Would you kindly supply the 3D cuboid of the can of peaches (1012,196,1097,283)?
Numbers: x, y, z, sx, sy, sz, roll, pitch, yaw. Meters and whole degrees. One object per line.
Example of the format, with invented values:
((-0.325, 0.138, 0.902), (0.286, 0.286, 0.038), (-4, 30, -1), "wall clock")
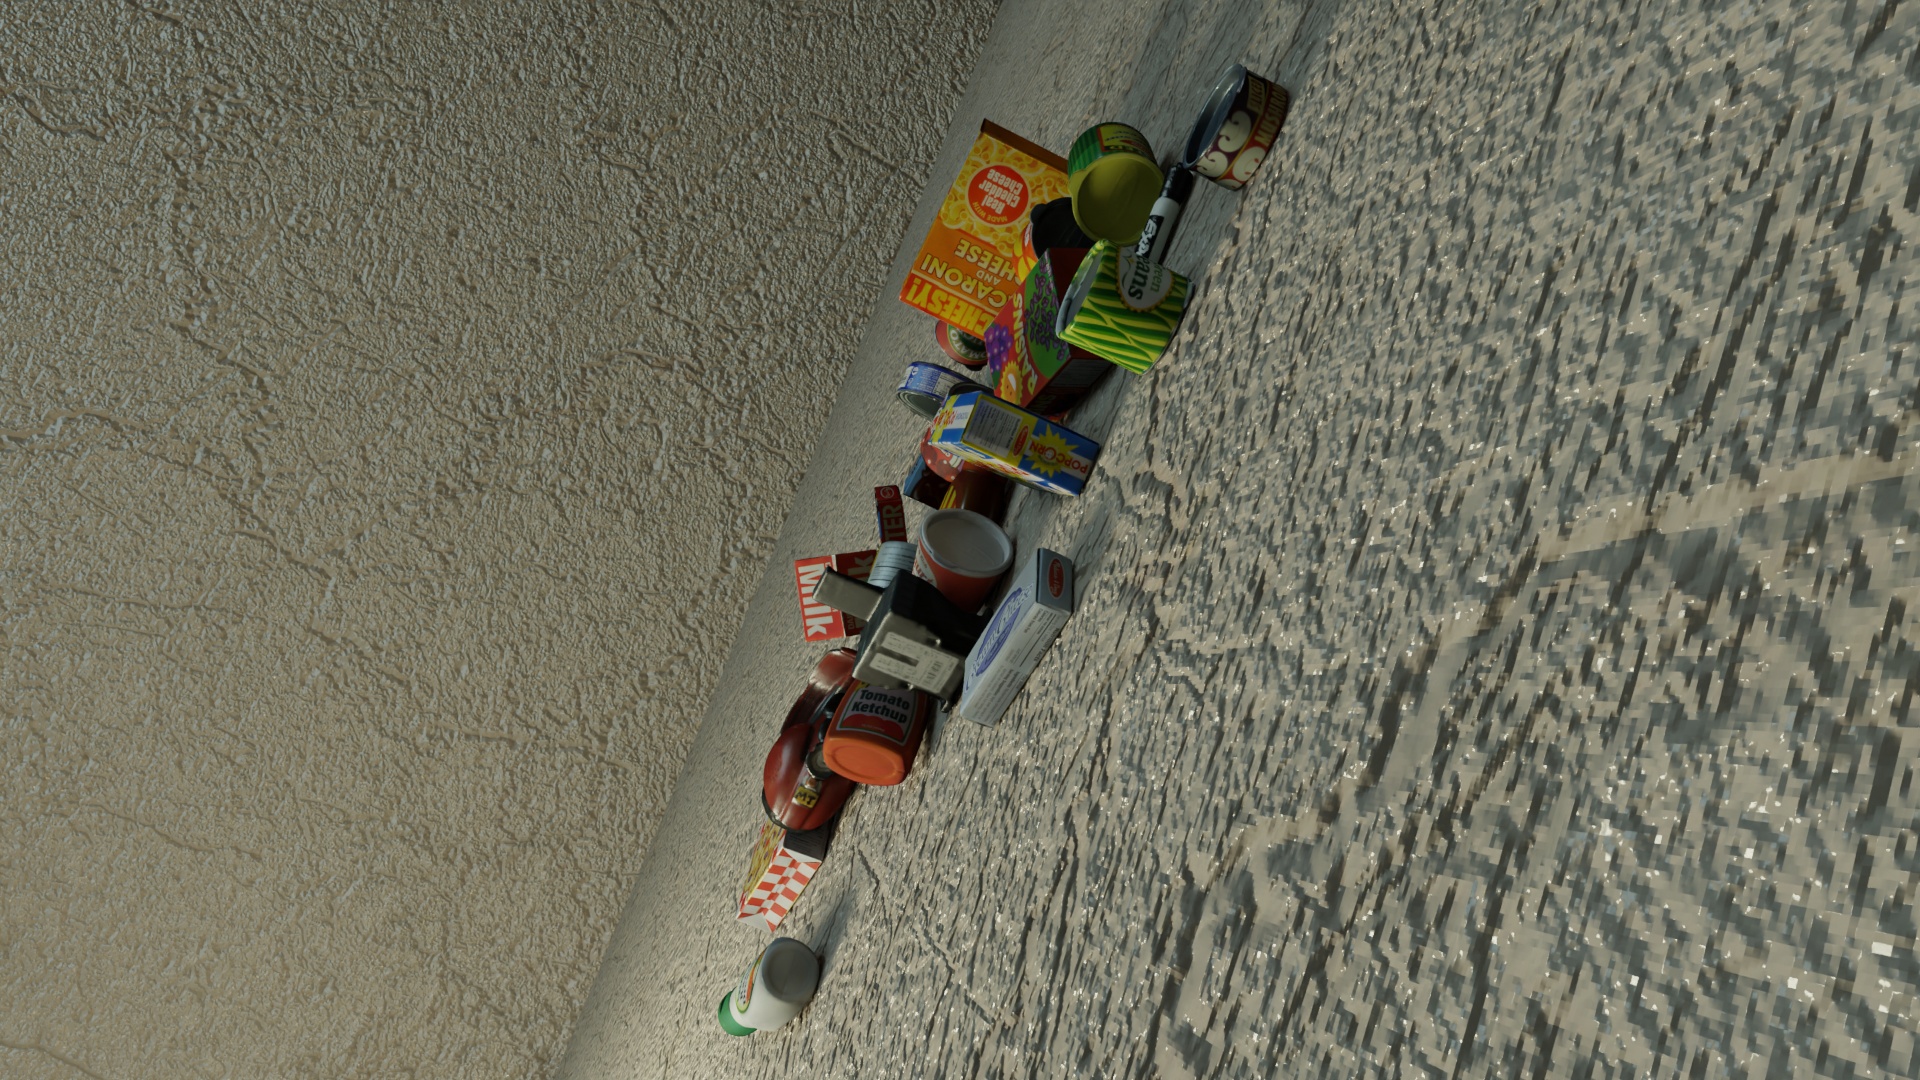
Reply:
((0.077, -0.229, 1.086), (0.058, 0.071, 0.071), (158, 135, -76), "can of peaches")

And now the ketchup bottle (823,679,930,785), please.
((-0.050, 0.114, 1.019), (0.149, 0.065, 0.043), (-68, -11, -54), "ketchup bottle")

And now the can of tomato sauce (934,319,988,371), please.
((0.022, -0.215, 1.328), (0.082, 0.071, 0.071), (-52, 18, 50), "can of tomato sauce")

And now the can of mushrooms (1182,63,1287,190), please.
((0.162, -0.243, 0.815), (0.070, 0.033, 0.071), (-62, 11, 22), "can of mushrooms")

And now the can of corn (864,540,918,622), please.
((-0.043, 0.041, 1.117), (0.071, 0.071, 0.058), (-41, 27, 66), "can of corn")

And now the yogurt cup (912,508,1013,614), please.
((-0.002, 0.018, 0.977), (0.073, 0.072, 0.053), (-81, 10, -52), "yogurt cup")

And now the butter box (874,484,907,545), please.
((-0.060, 0.006, 1.246), (0.053, 0.024, 0.103), (-111, 15, -74), "butter box")

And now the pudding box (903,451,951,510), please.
((-0.012, -0.069, 1.230), (0.083, 0.049, 0.030), (-61, 11, 27), "pudding box")

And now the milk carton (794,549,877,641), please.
((-0.105, 0.048, 1.236), (0.190, 0.073, 0.072), (160, 101, -86), "milk carton")

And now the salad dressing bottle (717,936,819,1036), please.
((-0.149, 0.342, 1.048), (0.147, 0.044, 0.064), (-52, 17, 52), "salad dressing bottle")

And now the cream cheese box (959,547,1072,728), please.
((0.033, 0.059, 0.828), (0.103, 0.024, 0.054), (-59, 13, 33), "cream cheese box")

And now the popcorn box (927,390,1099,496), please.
((0.032, -0.065, 0.922), (0.127, 0.085, 0.038), (-158, 91, -79), "popcorn box")

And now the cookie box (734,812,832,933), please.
((-0.148, 0.246, 1.247), (0.168, 0.040, 0.122), (-80, 17, -50), "cookie box")

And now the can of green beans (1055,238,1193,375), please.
((0.098, -0.142, 0.844), (0.071, 0.058, 0.071), (-62, 12, 24), "can of green beans")

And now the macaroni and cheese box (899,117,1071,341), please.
((0.038, -0.254, 1.182), (0.165, 0.124, 0.040), (-59, 10, 33), "macaroni and cheese box")

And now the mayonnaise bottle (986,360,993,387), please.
((0.063, -0.160, 1.085), (0.147, 0.041, 0.065), (150, 141, -71), "mayonnaise bottle")

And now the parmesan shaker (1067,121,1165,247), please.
((0.109, -0.258, 0.994), (0.103, 0.071, 0.071), (-87, 23, -61), "parmesan shaker")

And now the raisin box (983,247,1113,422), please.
((0.061, -0.138, 0.977), (0.123, 0.040, 0.086), (135, 129, -60), "raisin box")

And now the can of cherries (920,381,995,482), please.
((0.006, -0.086, 1.127), (0.072, 0.071, 0.058), (-80, 17, -49), "can of cherries")

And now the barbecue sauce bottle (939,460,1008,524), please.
((0.004, -0.013, 1.058), (0.065, 0.043, 0.149), (-2, 64, 68), "barbecue sauce bottle")
